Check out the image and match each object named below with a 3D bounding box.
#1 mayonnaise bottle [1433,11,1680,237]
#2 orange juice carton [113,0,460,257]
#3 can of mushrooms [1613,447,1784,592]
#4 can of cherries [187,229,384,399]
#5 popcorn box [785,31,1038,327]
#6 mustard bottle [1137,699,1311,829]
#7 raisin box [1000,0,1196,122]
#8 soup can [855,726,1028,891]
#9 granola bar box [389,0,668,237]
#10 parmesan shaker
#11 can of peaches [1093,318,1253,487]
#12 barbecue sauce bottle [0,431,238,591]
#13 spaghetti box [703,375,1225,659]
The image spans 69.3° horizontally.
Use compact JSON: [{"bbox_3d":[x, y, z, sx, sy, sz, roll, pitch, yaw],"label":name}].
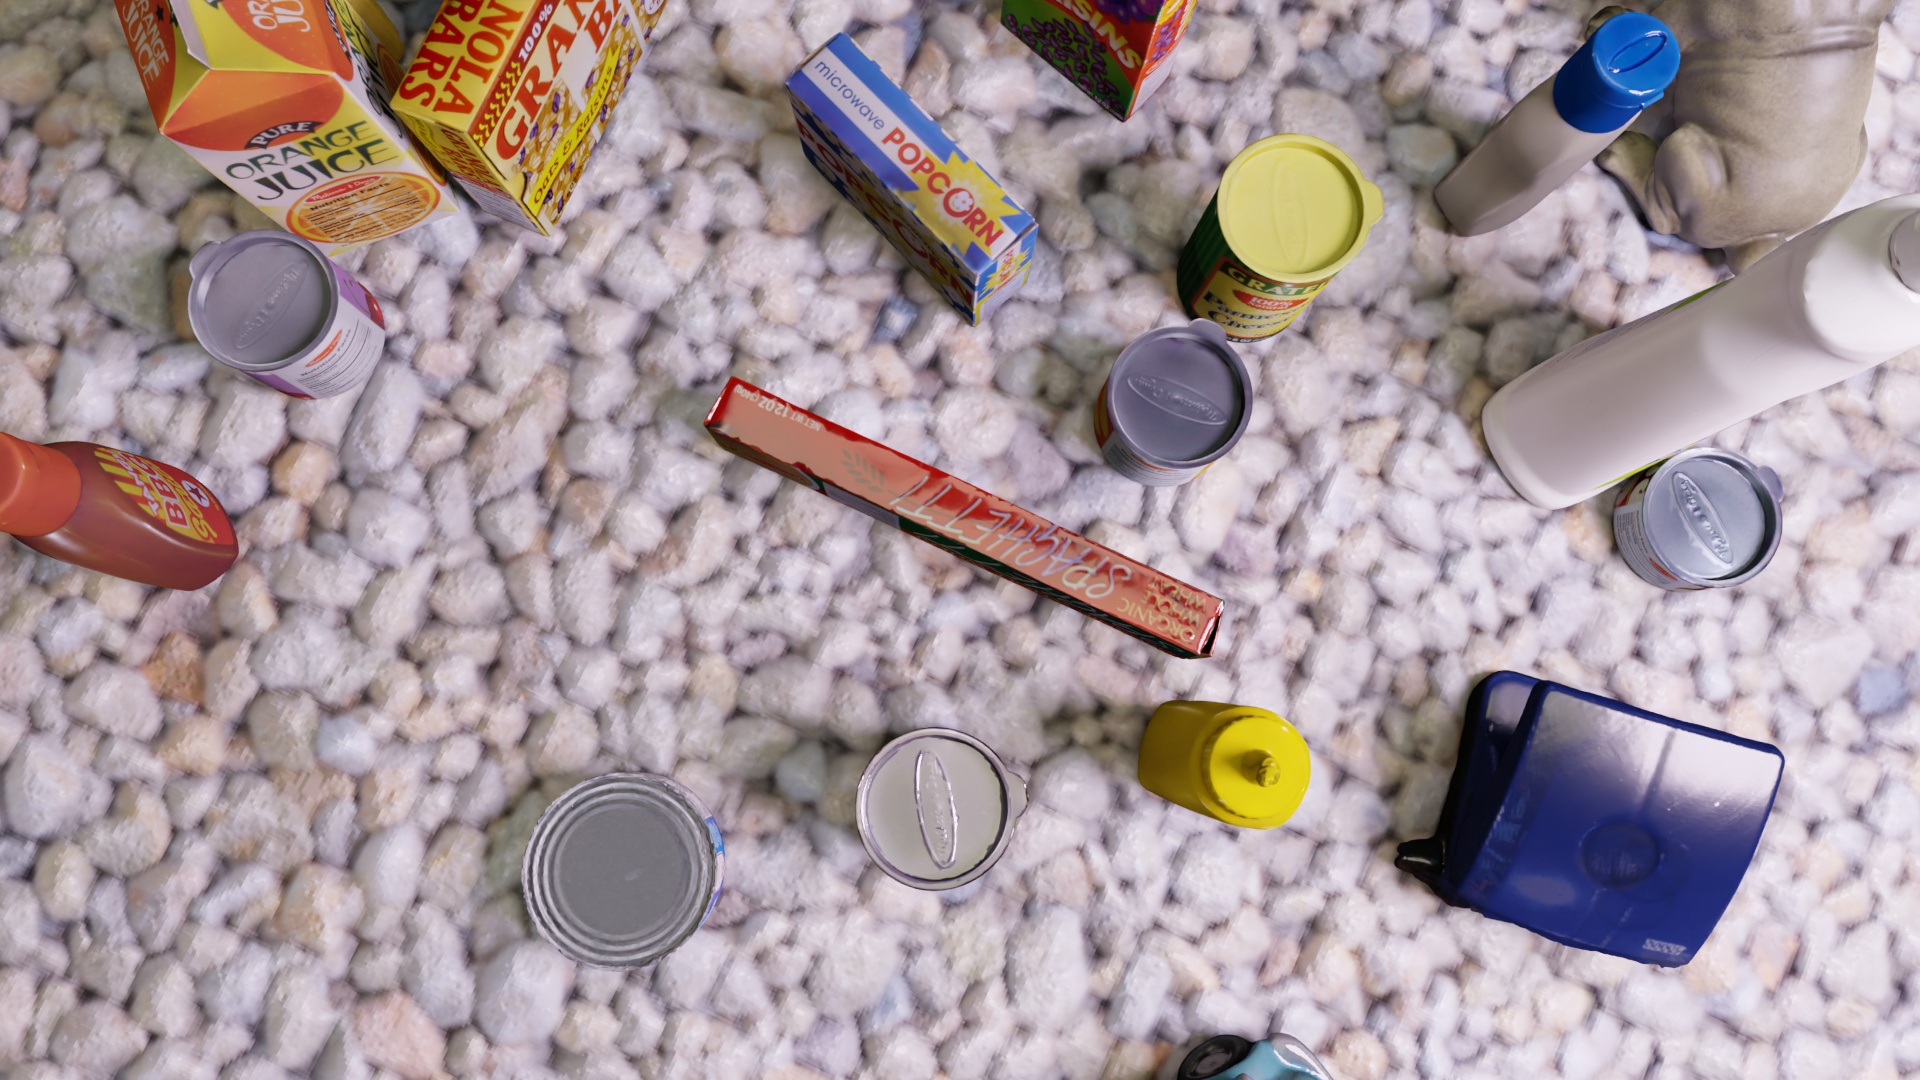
[{"bbox_3d":[0.268,-0.185,0.624,0.065,0.148,0.041,-32,84,-5],"label":"mayonnaise bottle"},{"bbox_3d":[-0.288,-0.193,0.591,0.073,0.192,0.072,-21,83,-4],"label":"orange juice carton"},{"bbox_3d":[0.351,-0.010,0.659,0.071,0.033,0.071,0,82,-1],"label":"can of mushrooms"},{"bbox_3d":[-0.312,-0.105,0.645,0.071,0.058,0.071,0,82,-1],"label":"can of cherries"},{"bbox_3d":[-0.023,-0.165,0.647,0.038,0.085,0.127,-44,85,-6],"label":"popcorn box"},{"bbox_3d":[0.114,0.093,0.576,0.065,0.160,0.049,17,83,1],"label":"mustard bottle"},{"bbox_3d":[0.065,-0.257,0.642,0.086,0.123,0.040,41,84,4],"label":"raisin box"},{"bbox_3d":[-0.008,0.115,0.608,0.071,0.083,0.071,0,82,-1],"label":"soup can"},{"bbox_3d":[-0.184,-0.237,0.634,0.039,0.124,0.165,23,82,2],"label":"granola bar box"},{"bbox_3d":[0.143,-0.134,0.637,0.071,0.103,0.071,0,82,-1],"label":"parmesan shaker"},{"bbox_3d":[0.099,-0.063,0.649,0.071,0.058,0.071,0,82,-1],"label":"can of peaches"},{"bbox_3d":[-0.367,-0.015,0.586,0.044,0.148,0.065,-39,85,-6],"label":"barbecue sauce bottle"},{"bbox_3d":[0.002,-0.008,0.643,0.250,0.050,0.029,25,83,2],"label":"spaghetti box"}]
